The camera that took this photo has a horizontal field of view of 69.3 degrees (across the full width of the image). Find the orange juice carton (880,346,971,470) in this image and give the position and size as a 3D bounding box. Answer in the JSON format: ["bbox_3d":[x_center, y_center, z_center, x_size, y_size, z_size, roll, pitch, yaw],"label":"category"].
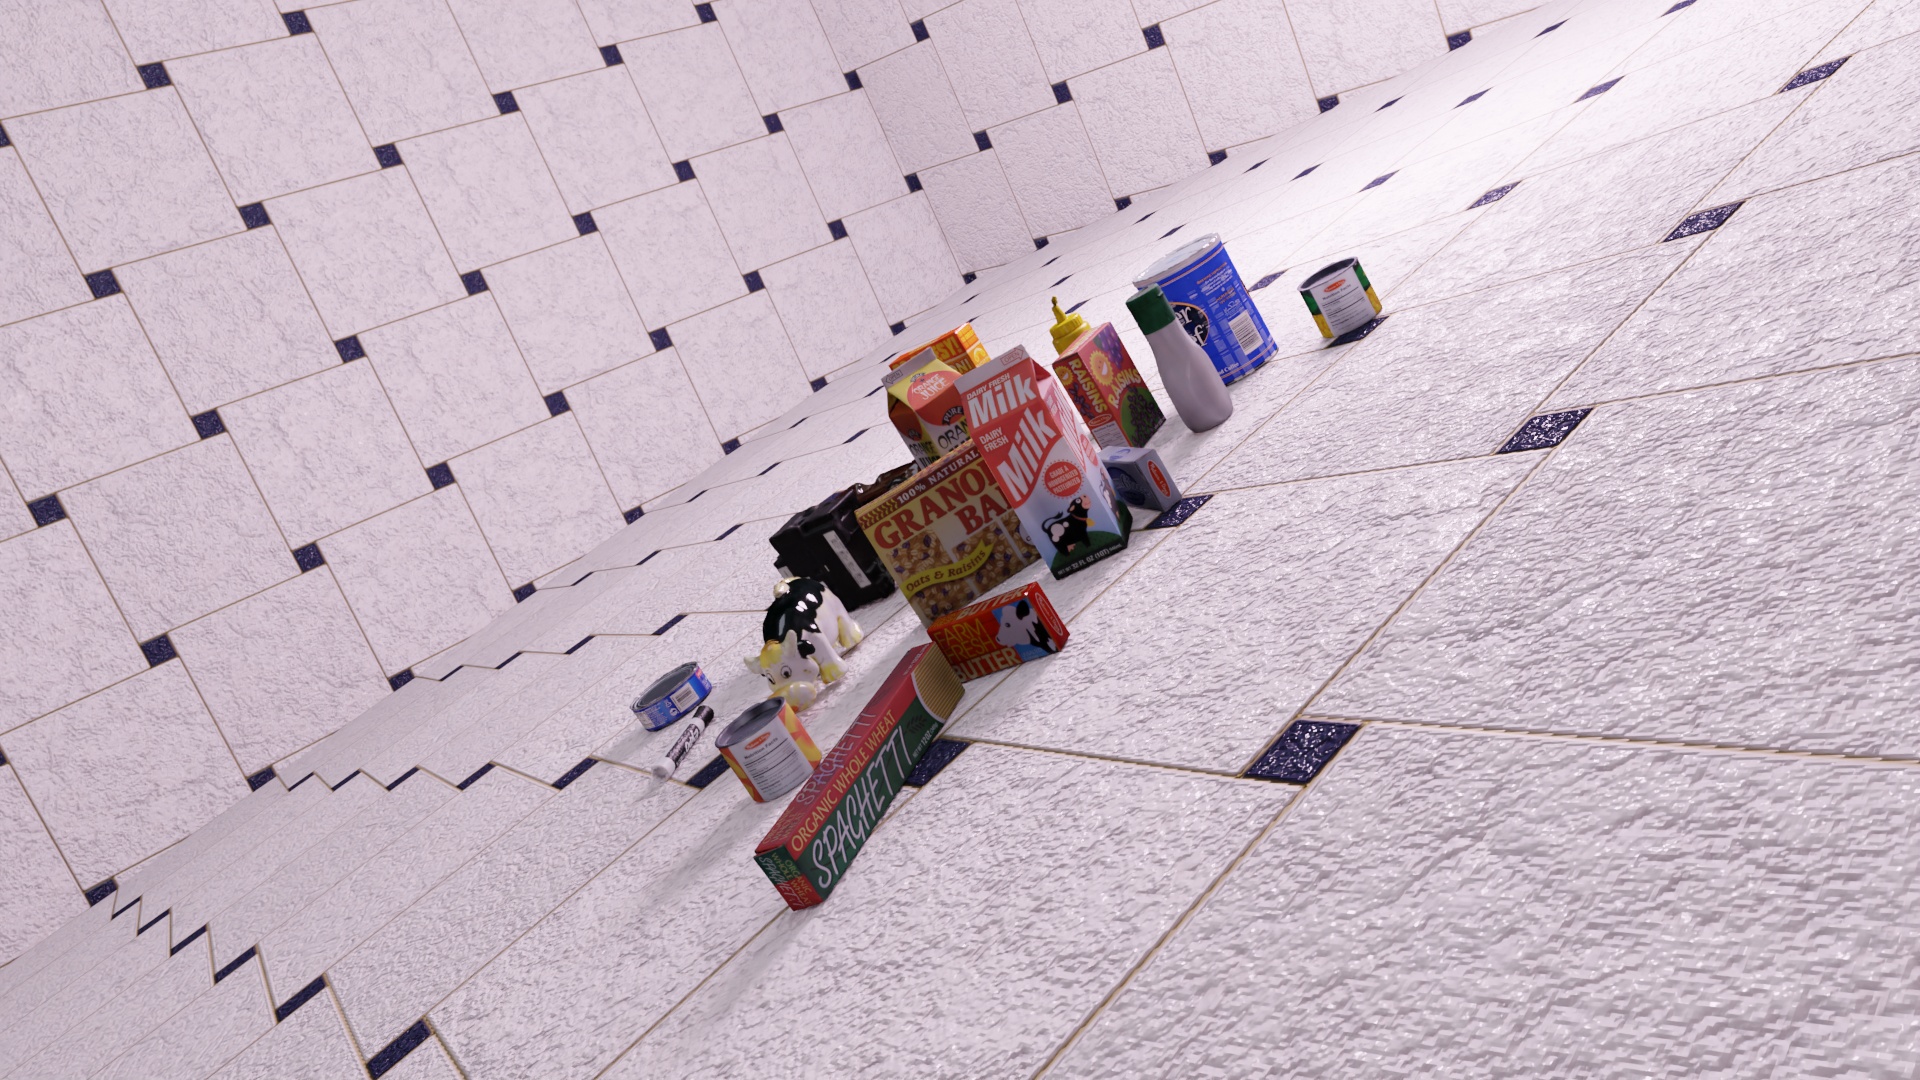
[{"bbox_3d":[-0.009,-0.109,1.486,0.072,0.192,0.073,-37,14,-21],"label":"orange juice carton"}]

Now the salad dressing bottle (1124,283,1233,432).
[{"bbox_3d":[0.211,-0.177,1.346,0.044,0.147,0.064,-19,18,43],"label":"salad dressing bottle"}]

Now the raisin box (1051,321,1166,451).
[{"bbox_3d":[0.154,-0.154,1.437,0.040,0.123,0.086,-20,18,41],"label":"raisin box"}]

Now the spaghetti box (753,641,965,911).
[{"bbox_3d":[-0.063,0.157,0.971,0.028,0.050,0.251,-23,16,33],"label":"spaghetti box"}]

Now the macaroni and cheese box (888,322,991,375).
[{"bbox_3d":[0.001,-0.182,1.777,0.123,0.166,0.040,-20,17,40],"label":"macaroni and cheese box"}]

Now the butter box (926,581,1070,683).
[{"bbox_3d":[0.028,0.072,1.067,0.103,0.053,0.024,-22,16,35],"label":"butter box"}]

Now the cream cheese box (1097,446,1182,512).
[{"bbox_3d":[0.155,-0.056,1.239,0.024,0.053,0.104,-34,14,-11],"label":"cream cheese box"}]

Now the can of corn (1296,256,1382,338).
[{"bbox_3d":[0.384,-0.246,1.405,0.071,0.058,0.071,-30,14,8],"label":"can of corn"}]

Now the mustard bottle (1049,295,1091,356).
[{"bbox_3d":[0.141,-0.206,1.574,0.049,0.160,0.065,-29,13,11],"label":"mustard bottle"}]

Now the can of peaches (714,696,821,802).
[{"bbox_3d":[-0.153,0.167,1.114,0.071,0.058,0.071,-30,14,8],"label":"can of peaches"}]

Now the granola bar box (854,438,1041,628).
[{"bbox_3d":[0.005,-0.016,1.275,0.165,0.124,0.039,-32,13,-2],"label":"granola bar box"}]

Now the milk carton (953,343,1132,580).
[{"bbox_3d":[0.070,-0.071,1.184,0.072,0.190,0.074,-27,14,20],"label":"milk carton"}]
